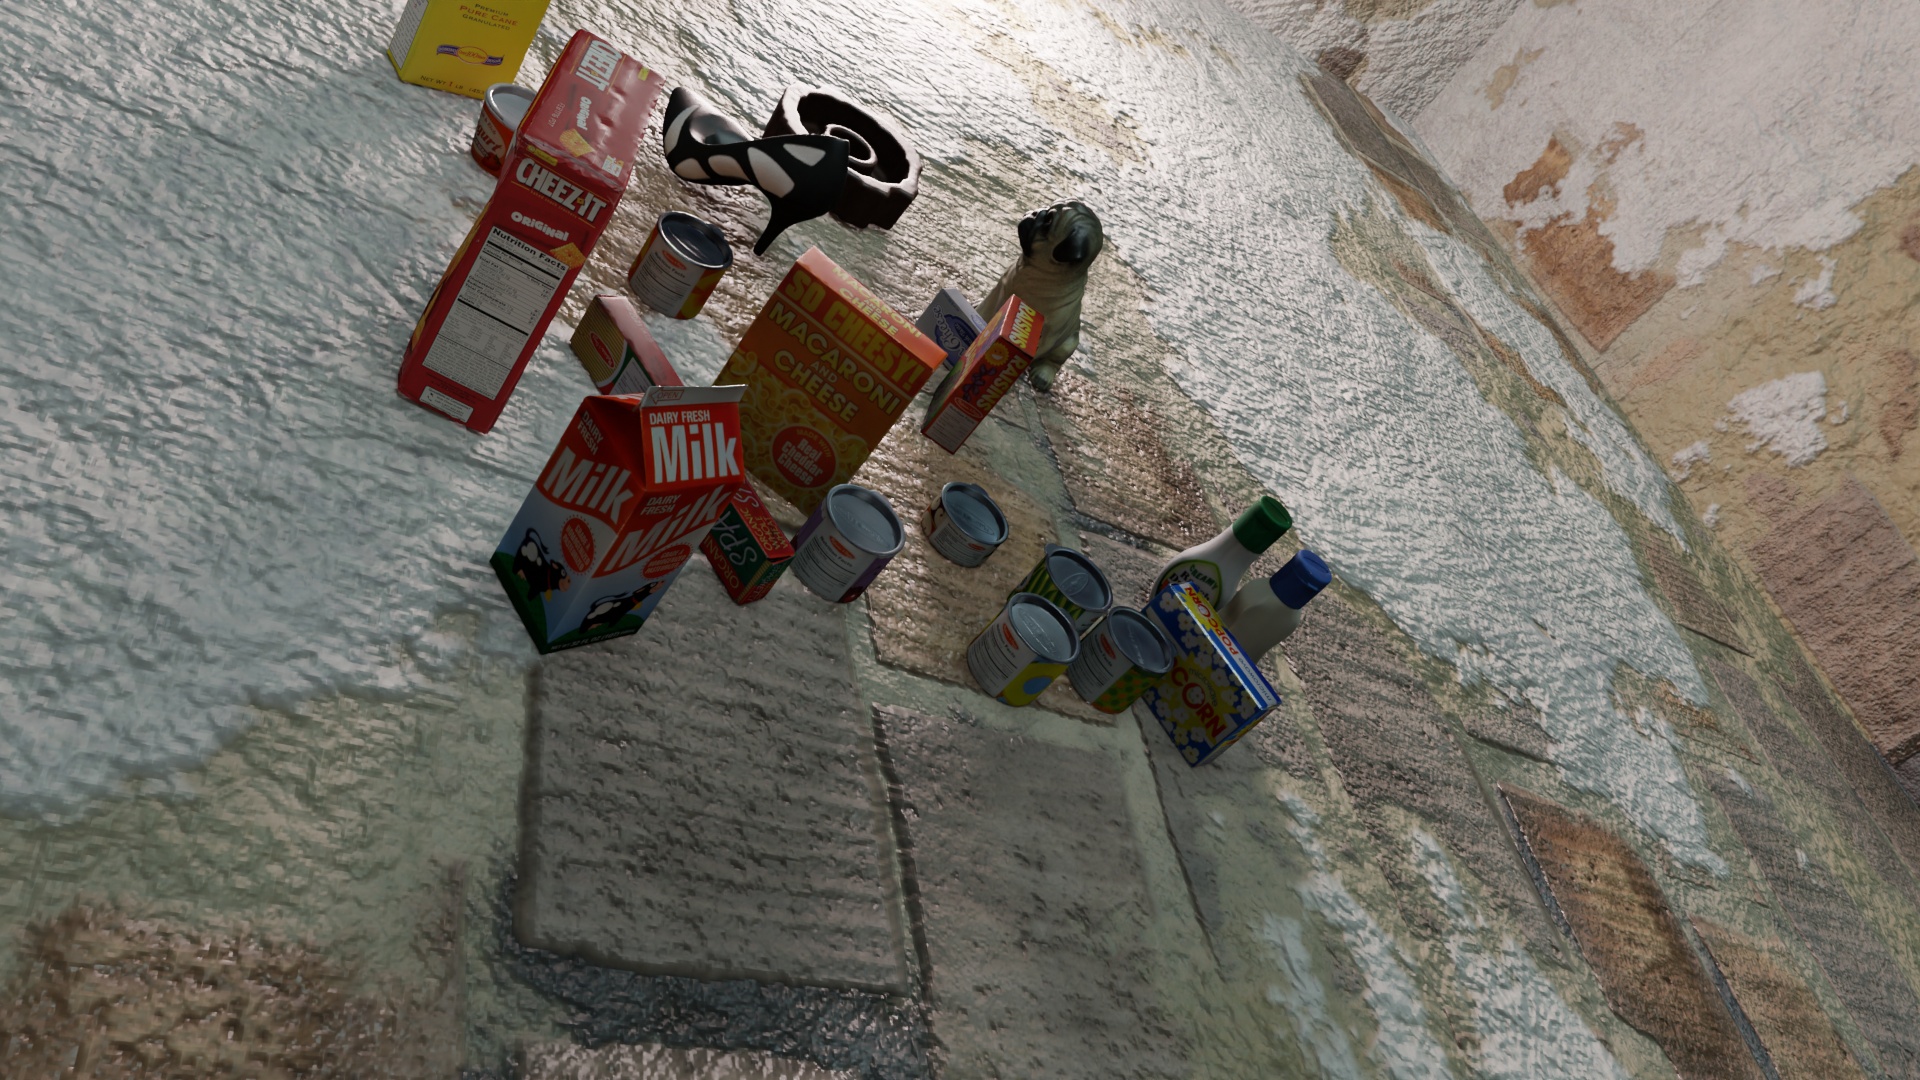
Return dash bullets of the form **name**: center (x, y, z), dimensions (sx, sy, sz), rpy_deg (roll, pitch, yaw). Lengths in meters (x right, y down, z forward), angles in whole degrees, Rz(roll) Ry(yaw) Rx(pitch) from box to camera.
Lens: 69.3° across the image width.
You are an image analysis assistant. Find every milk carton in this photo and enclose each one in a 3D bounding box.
- **milk carton**: center (-0.192, -0.023, 0.799), dimensions (0.072, 0.189, 0.073), rpy_deg (-10, 58, -51)

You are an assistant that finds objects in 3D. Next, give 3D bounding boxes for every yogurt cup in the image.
- **yogurt cup**: center (-0.354, -0.322, 1.106), dimensions (0.072, 0.053, 0.073), rpy_deg (27, 35, -21)

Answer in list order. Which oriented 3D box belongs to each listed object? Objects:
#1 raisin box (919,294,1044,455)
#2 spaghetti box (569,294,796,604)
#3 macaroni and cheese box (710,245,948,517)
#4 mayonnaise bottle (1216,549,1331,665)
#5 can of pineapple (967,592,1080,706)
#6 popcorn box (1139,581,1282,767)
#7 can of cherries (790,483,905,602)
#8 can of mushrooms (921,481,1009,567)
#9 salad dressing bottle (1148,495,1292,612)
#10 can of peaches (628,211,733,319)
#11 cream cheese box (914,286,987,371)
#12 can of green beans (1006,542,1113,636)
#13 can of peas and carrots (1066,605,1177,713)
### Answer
- **raisin box**: center (0.020, -0.145, 1.218), dimensions (0.040, 0.123, 0.086), rpy_deg (34, 33, -11)
- **spaghetti box**: center (-0.197, -0.067, 0.972), dimensions (0.029, 0.050, 0.250), rpy_deg (-11, 59, -51)
- **macaroni and cheese box**: center (-0.106, -0.111, 1.011), dimensions (0.123, 0.165, 0.040), rpy_deg (38, 33, -5)
- **mayonnaise bottle**: center (0.253, 0.067, 1.185), dimensions (0.065, 0.147, 0.041), rpy_deg (28, 35, -20)
- **can of pineapple**: center (0.048, 0.082, 1.042), dimensions (0.071, 0.057, 0.071), rpy_deg (27, 35, -21)
- **popcorn box**: center (0.189, 0.108, 1.129), dimensions (0.038, 0.085, 0.127), rpy_deg (-7, 56, -49)
- **can of cherries**: center (-0.081, 0.002, 1.003), dimensions (0.071, 0.058, 0.072), rpy_deg (27, 35, -21)
- **can of mushrooms**: center (0.004, -0.014, 1.131), dimensions (0.071, 0.033, 0.071), rpy_deg (27, 36, -21)
- **salad dressing bottle**: center (0.226, 0.020, 1.213), dimensions (0.064, 0.147, 0.044), rpy_deg (48, 33, 10)
- **can of peaches**: center (-0.224, -0.221, 1.117), dimensions (0.071, 0.057, 0.071), rpy_deg (27, 35, -21)
- **cream cheese box**: center (0.005, -0.185, 1.313), dimensions (0.104, 0.053, 0.024), rpy_deg (51, 34, 15)
- **can of green beans**: center (0.079, 0.048, 1.112), dimensions (0.071, 0.057, 0.071), rpy_deg (27, 35, -21)
- **can of peas and carrots**: center (0.128, 0.096, 1.106), dimensions (0.071, 0.058, 0.071), rpy_deg (27, 35, -21)
